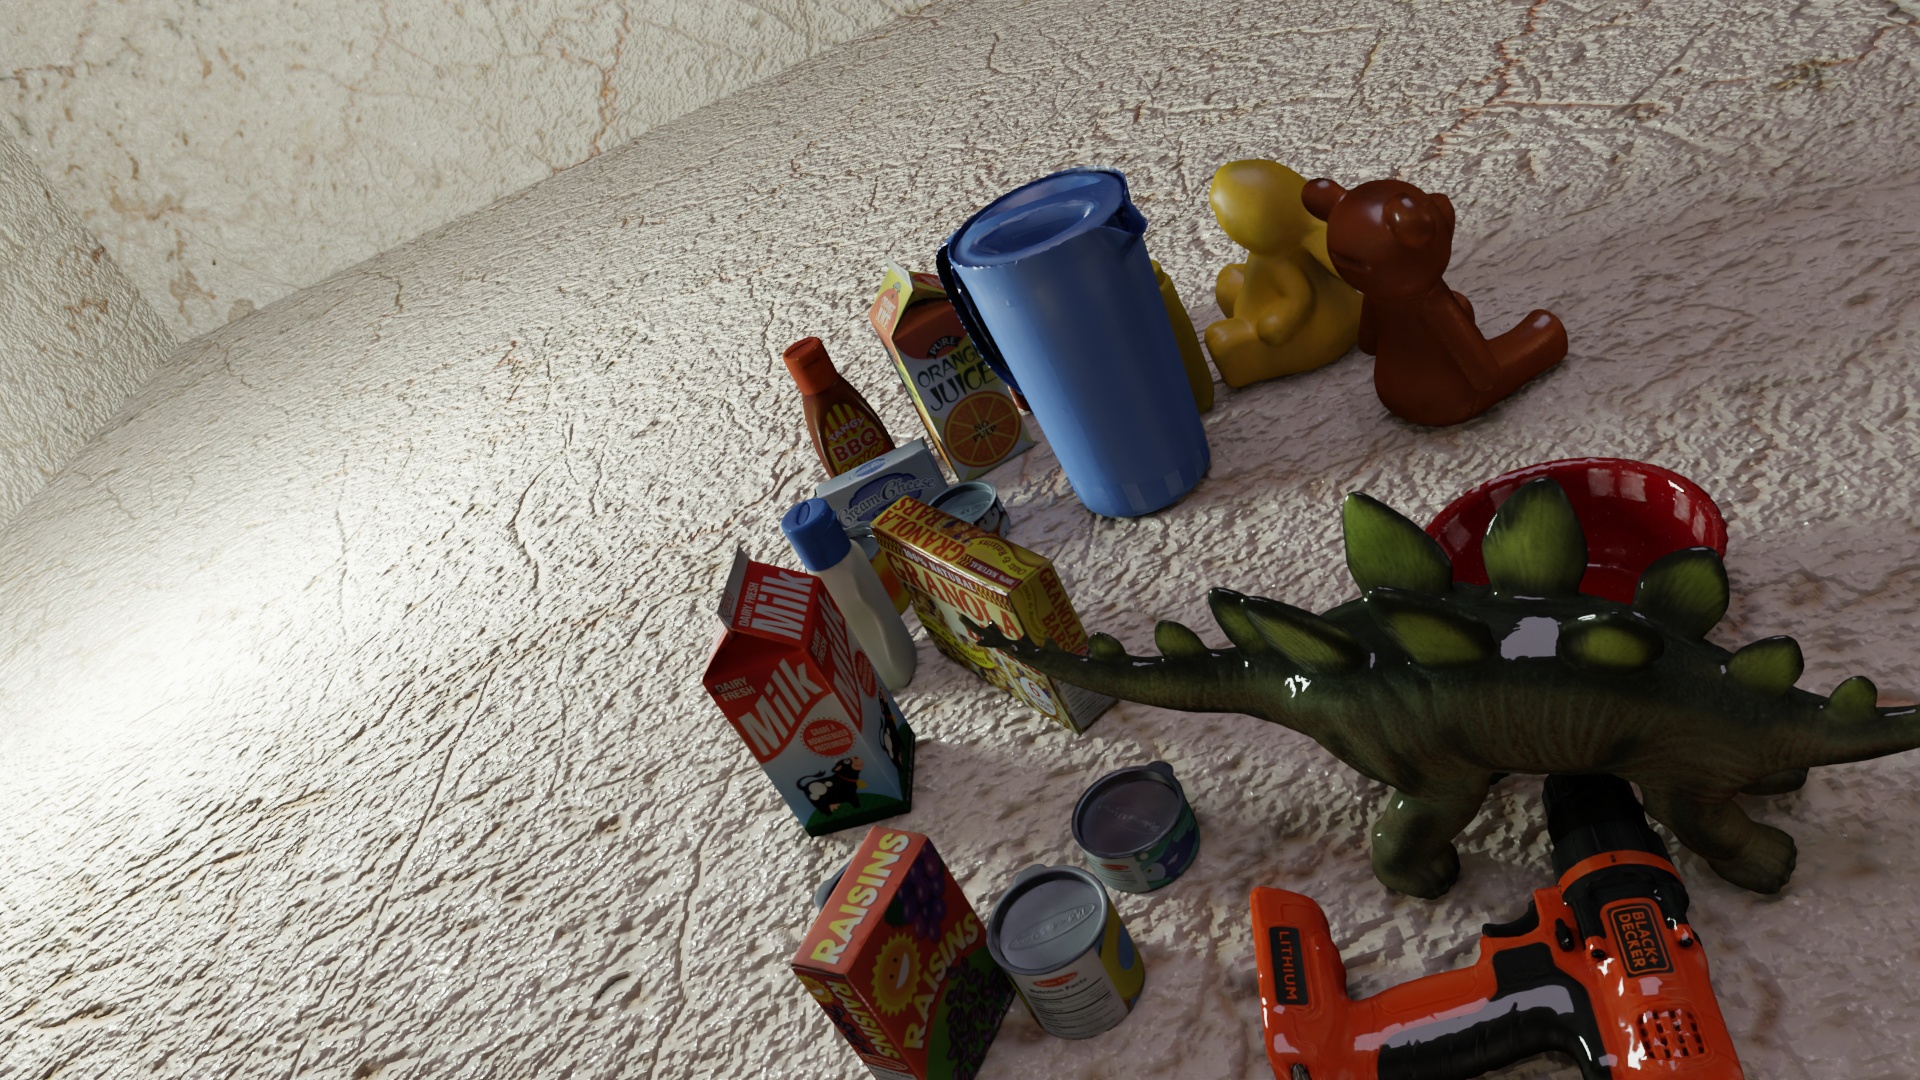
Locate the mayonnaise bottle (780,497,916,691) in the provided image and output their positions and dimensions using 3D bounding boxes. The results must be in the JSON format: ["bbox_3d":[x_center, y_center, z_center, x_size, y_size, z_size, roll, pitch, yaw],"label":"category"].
[{"bbox_3d":[-0.078,0.037,0.977,0.041,0.147,0.065,-19,32,13],"label":"mayonnaise bottle"}]

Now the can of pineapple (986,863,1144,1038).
[{"bbox_3d":[0.055,0.210,0.713,0.071,0.057,0.071,-19,32,13],"label":"can of pineapple"}]

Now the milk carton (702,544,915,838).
[{"bbox_3d":[-0.100,0.093,0.871,0.073,0.189,0.073,-18,32,15],"label":"milk carton"}]

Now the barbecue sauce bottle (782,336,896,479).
[{"bbox_3d":[-0.106,-0.107,1.208,0.065,0.148,0.044,-32,31,-7],"label":"barbecue sauce bottle"}]

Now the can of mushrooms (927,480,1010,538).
[{"bbox_3d":[0.004,-0.014,1.101,0.071,0.033,0.071,-19,32,13],"label":"can of mushrooms"}]

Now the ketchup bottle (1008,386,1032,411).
[{"bbox_3d":[0.051,-0.188,1.210,0.043,0.148,0.065,7,45,43],"label":"ketchup bottle"}]

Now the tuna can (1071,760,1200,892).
[{"bbox_3d":[0.100,0.159,0.777,0.071,0.032,0.071,-19,32,13],"label":"tuna can"}]

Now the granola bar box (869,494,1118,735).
[{"bbox_3d":[0.018,0.046,0.915,0.039,0.123,0.166,-39,33,-19],"label":"granola bar box"}]

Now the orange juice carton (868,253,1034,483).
[{"bbox_3d":[-0.015,-0.150,1.162,0.073,0.192,0.072,-30,31,-4],"label":"orange juice carton"}]

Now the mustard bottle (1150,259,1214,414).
[{"bbox_3d":[0.154,-0.170,1.097,0.049,0.159,0.065,-30,31,-5],"label":"mustard bottle"}]

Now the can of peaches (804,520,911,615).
[{"bbox_3d":[-0.077,0.029,1.074,0.071,0.058,0.071,-19,32,13],"label":"can of peaches"}]

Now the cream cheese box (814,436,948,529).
[{"bbox_3d":[-0.066,-0.042,1.174,0.104,0.053,0.024,-25,31,4],"label":"cream cheese box"}]

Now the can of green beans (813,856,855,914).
[{"bbox_3d":[-0.037,0.214,0.774,0.071,0.057,0.071,-19,32,13],"label":"can of green beans"}]

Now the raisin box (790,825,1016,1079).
[{"bbox_3d":[-0.025,0.217,0.698,0.040,0.123,0.086,-1,40,36],"label":"raisin box"}]
